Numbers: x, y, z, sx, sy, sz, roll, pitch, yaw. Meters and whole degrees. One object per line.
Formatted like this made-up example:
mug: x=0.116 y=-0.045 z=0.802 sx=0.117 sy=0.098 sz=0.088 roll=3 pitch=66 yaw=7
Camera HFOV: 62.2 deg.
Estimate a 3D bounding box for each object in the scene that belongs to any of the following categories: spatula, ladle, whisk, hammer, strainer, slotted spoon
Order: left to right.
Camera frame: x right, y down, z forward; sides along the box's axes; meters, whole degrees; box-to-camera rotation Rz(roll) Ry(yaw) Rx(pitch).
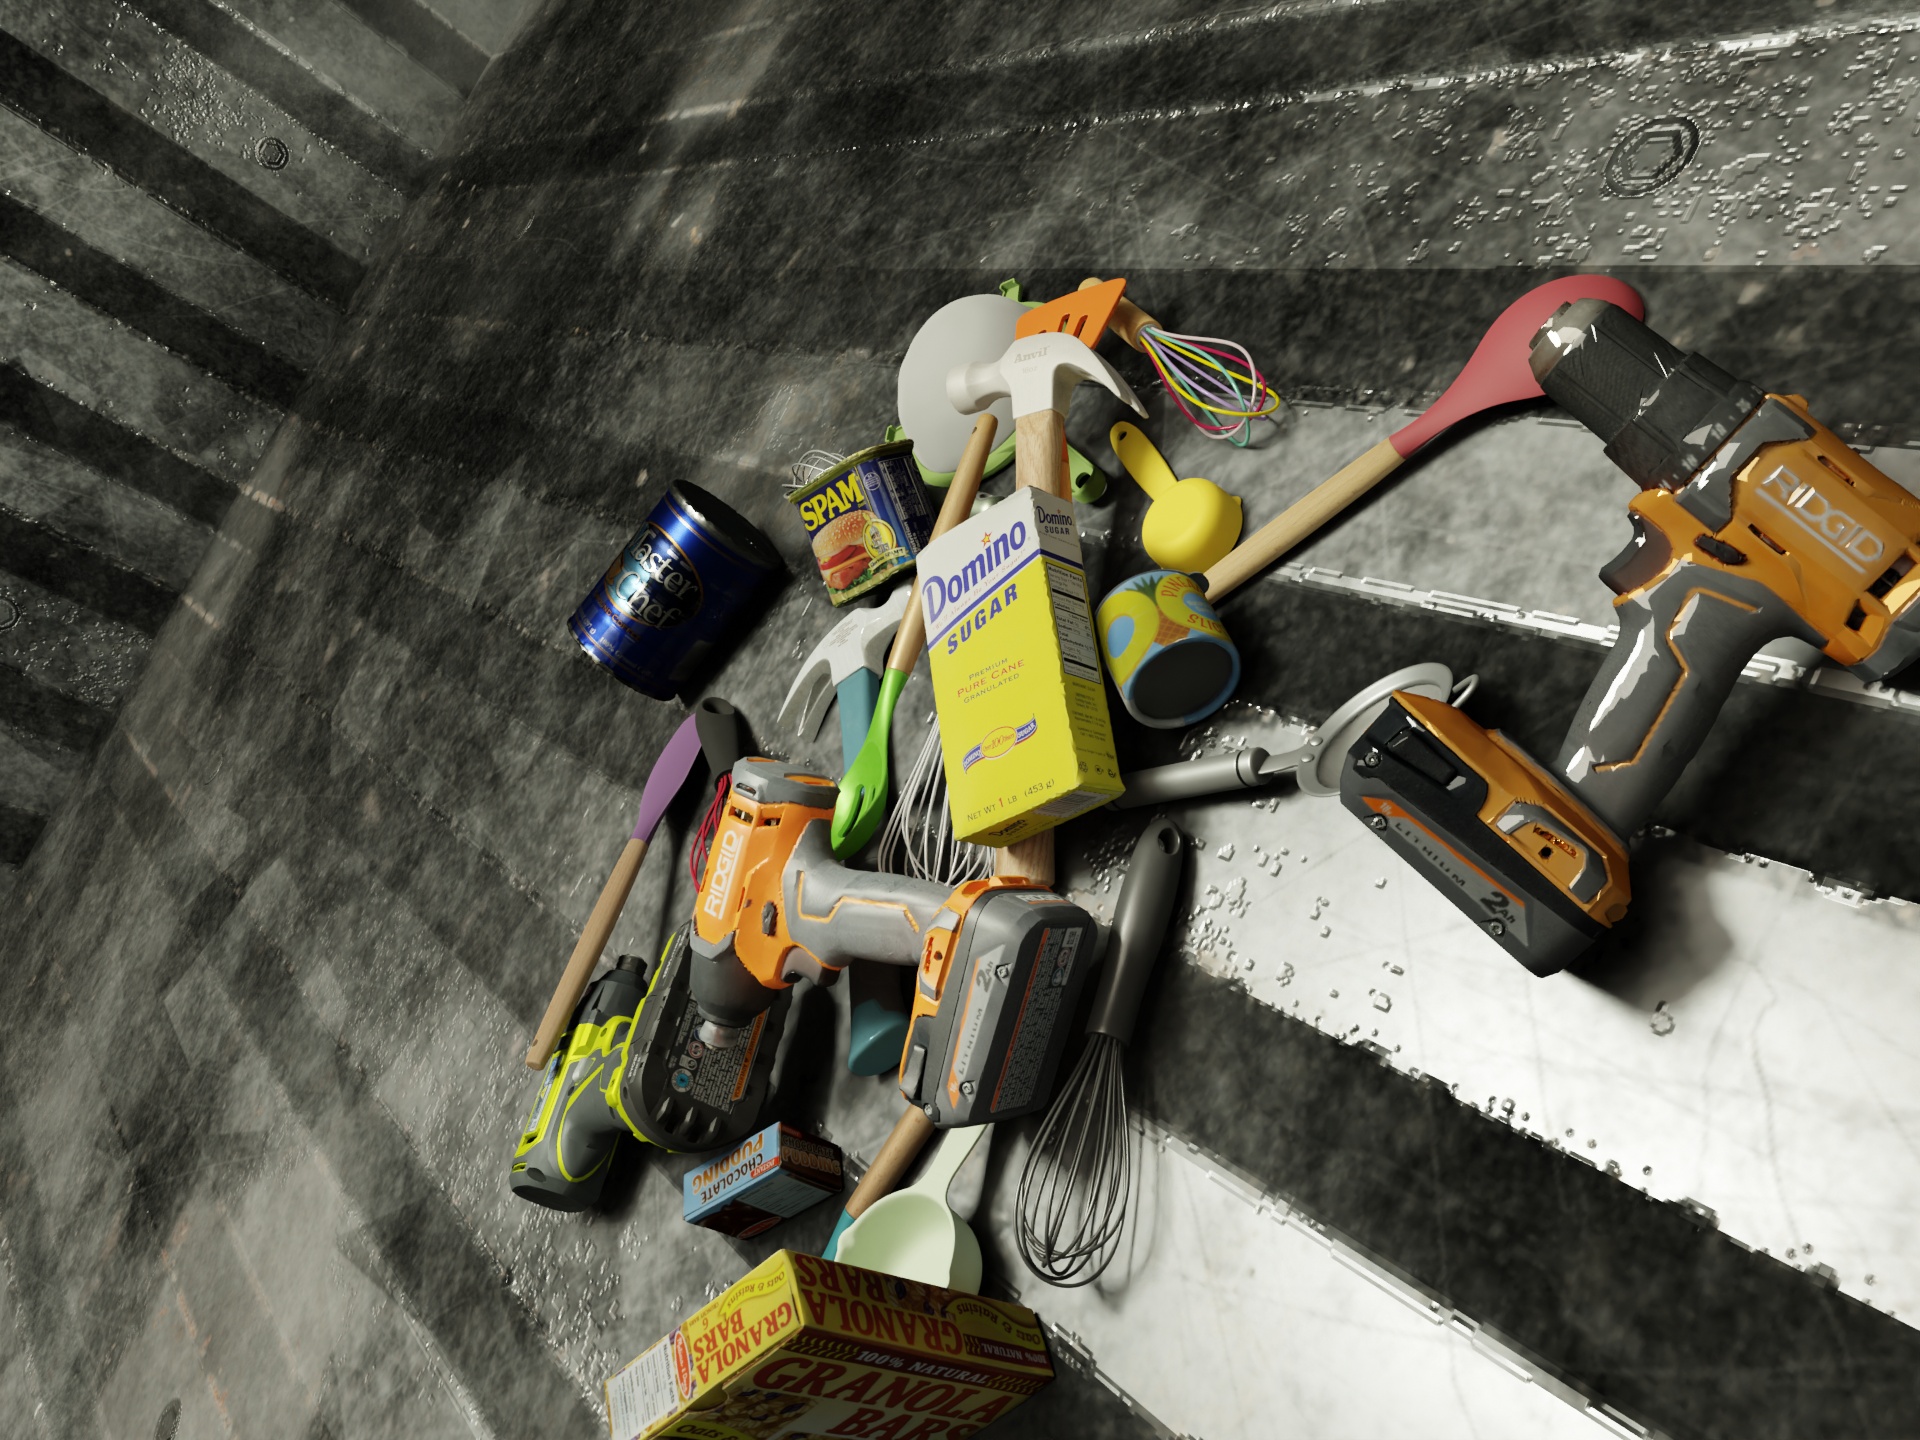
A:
spatula: x=-0.238 y=0.108 z=1.124 sx=0.060 sy=0.018 sz=0.316 roll=-24 pitch=34 yaw=38
whisk: x=-0.152 y=0.051 z=1.065 sx=0.073 sy=0.073 sz=0.296 roll=-49 pitch=27 yaw=12
hammer: x=-0.058 y=0.063 z=0.995 sx=0.128 sy=0.033 sz=0.331 roll=-32 pitch=45 yaw=29
spatula: x=-0.049 y=0.242 z=0.853 sx=0.317 sy=0.044 sz=0.082 roll=-57 pitch=34 yaw=1
whisk: x=-0.049 y=-0.157 z=1.131 sx=0.246 sy=0.057 sz=0.059 roll=17 pitch=113 yaw=49
slotted spoon: x=-0.029 y=-0.053 z=0.985 sx=0.070 sy=0.031 sz=0.314 roll=-9 pitch=59 yaw=60
whisk: x=-0.003 y=-0.003 z=0.962 sx=0.070 sy=0.070 sz=0.285 roll=-23 pitch=45 yaw=37
strainer: x=0.020 y=-0.216 z=1.068 sx=0.151 sy=0.069 sz=0.257 roll=-50 pitch=37 yaw=11
hammer: x=0.044 y=-0.068 z=0.915 sx=0.130 sy=0.031 sz=0.331 roll=-9 pitch=72 yaw=37
spatula: x=0.065 y=-0.129 z=0.963 sx=0.081 sy=0.041 sz=0.323 roll=-13 pitch=68 yaw=31
whisk: x=0.075 y=0.155 z=0.777 sx=0.055 sy=0.055 sz=0.239 roll=-8 pitch=55 yaw=45
whisk: x=0.129 y=-0.231 z=0.989 sx=0.047 sy=0.051 sz=0.245 roll=-32 pitch=36 yaw=0
strainer: x=0.153 y=0.022 z=0.785 sx=0.258 sy=0.050 sz=0.087 roll=-15 pitch=31 yaw=49
ladle: x=0.209 y=-0.128 z=0.837 sx=0.315 sy=0.031 sz=0.069 roll=-37 pitch=43 yaw=27

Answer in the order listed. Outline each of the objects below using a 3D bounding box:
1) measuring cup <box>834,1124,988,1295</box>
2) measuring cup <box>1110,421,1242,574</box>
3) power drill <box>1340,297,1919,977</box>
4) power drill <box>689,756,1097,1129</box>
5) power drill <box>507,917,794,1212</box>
measuring cup: x=-0.002 y=0.244 z=0.816 sx=0.083 sy=0.038 sz=0.168 roll=4 pitch=52 yaw=47
measuring cup: x=0.115 y=-0.142 z=0.945 sx=0.062 sy=0.029 sz=0.157 roll=-45 pitch=41 yaw=17
power drill: x=0.247 y=-0.036 z=0.625 sx=0.185 sy=0.084 sz=0.226 roll=43 pitch=103 yaw=11
power drill: x=-0.053 y=0.128 z=0.835 sx=0.227 sy=0.084 sz=0.164 roll=21 pitch=98 yaw=36
power drill: x=-0.197 y=0.206 z=0.994 sx=0.223 sy=0.080 sz=0.171 roll=-31 pitch=36 yaw=48
